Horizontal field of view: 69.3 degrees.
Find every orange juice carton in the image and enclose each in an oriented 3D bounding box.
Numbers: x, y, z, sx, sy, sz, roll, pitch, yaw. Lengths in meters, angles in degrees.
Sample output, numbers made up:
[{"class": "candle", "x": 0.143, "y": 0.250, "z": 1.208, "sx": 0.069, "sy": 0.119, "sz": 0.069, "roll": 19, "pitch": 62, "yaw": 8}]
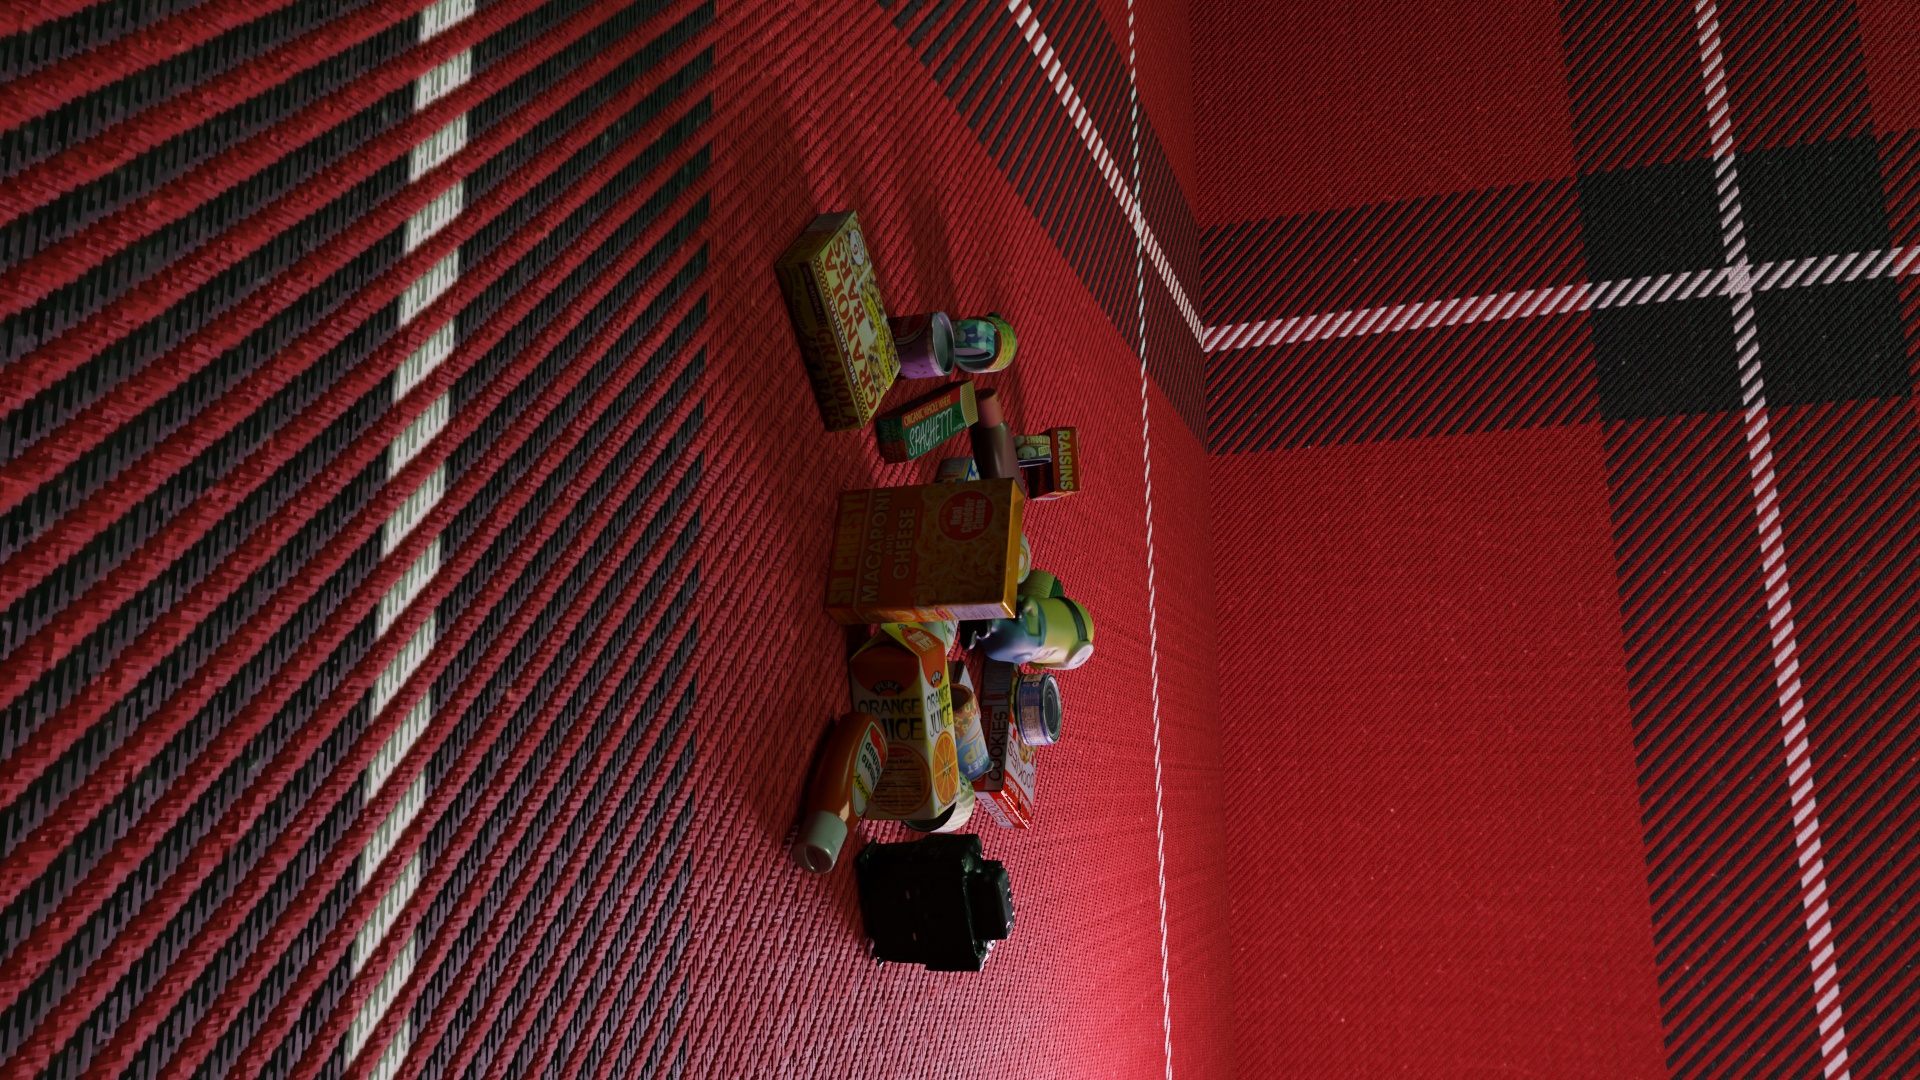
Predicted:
[{"class": "orange juice carton", "x": -0.053, "y": 0.157, "z": 1.290, "sx": 0.072, "sy": 0.073, "sz": 0.192, "roll": -15, "pitch": 100, "yaw": -71}]

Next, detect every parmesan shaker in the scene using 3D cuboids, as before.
[{"class": "parmesan shaker", "x": 0.092, "y": 0.092, "z": 1.733, "sx": 0.103, "sy": 0.071, "sz": 0.071, "roll": -67, "pitch": 148, "yaw": -53}]

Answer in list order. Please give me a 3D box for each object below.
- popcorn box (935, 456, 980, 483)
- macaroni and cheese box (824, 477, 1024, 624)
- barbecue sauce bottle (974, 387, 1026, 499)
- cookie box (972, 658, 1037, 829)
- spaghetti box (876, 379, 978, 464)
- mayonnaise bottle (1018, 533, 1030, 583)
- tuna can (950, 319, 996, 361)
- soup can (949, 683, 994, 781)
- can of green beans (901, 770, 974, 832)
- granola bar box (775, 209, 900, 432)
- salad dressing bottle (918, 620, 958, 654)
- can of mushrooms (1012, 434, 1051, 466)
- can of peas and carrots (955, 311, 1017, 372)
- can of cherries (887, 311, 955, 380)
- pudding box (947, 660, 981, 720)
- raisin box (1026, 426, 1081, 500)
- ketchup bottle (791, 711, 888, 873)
[{"class": "popcorn box", "x": 0.006, "y": -0.020, "z": 1.556, "sx": 0.085, "sy": 0.038, "sz": 0.126, "roll": -75, "pitch": 153, "yaw": -47}, {"class": "macaroni and cheese box", "x": -0.031, "y": 0.011, "z": 1.243, "sx": 0.040, "sy": 0.166, "sz": 0.124, "roll": 56, "pitch": 35, "yaw": -57}, {"class": "barbecue sauce bottle", "x": 0.043, "y": -0.110, "z": 1.679, "sx": 0.065, "sy": 0.043, "sz": 0.148, "roll": -65, "pitch": 145, "yaw": -56}, {"class": "cookie box", "x": 0.057, "y": 0.241, "z": 1.646, "sx": 0.122, "sy": 0.040, "sz": 0.168, "roll": 59, "pitch": 32, "yaw": -53}, {"class": "spaghetti box", "x": -0.031, "y": -0.129, "z": 1.486, "sx": 0.251, "sy": 0.028, "sz": 0.050, "roll": -41, "pitch": 123, "yaw": -67}, {"class": "mayonnaise bottle", "x": 0.047, "y": 0.034, "z": 1.660, "sx": 0.148, "sy": 0.041, "sz": 0.064, "roll": -39, "pitch": 124, "yaw": -68}, {"class": "tuna can", "x": 0.008, "y": -0.224, "z": 1.559, "sx": 0.071, "sy": 0.071, "sz": 0.033, "roll": 17, "pitch": 71, "yaw": -70}, {"class": "soup can", "x": -0.008, "y": 0.197, "z": 1.416, "sx": 0.072, "sy": 0.071, "sz": 0.083, "roll": -60, "pitch": 141, "yaw": -59}, {"class": "can of green beans", "x": -0.025, "y": 0.252, "z": 1.360, "sx": 0.058, "sy": 0.071, "sz": 0.071, "roll": 33, "pitch": 55, "yaw": -68}, {"class": "granola bar box", "x": -0.107, "y": -0.200, "z": 1.263, "sx": 0.125, "sy": 0.039, "sz": 0.164, "roll": -67, "pitch": 147, "yaw": -53}, {"class": "salad dressing bottle", "x": -0.031, "y": 0.103, "z": 1.412, "sx": 0.064, "sy": 0.044, "sz": 0.148, "roll": 68, "pitch": 26, "yaw": -45}, {"class": "can of mushrooms", "x": 0.083, "y": -0.113, "z": 1.754, "sx": 0.071, "sy": 0.071, "sz": 0.033, "roll": 8, "pitch": 77, "yaw": -71}, {"class": "can of peas and carrots", "x": 0.027, "y": -0.231, "z": 1.620, "sx": 0.059, "sy": 0.071, "sz": 0.071, "roll": -23, "pitch": 108, "yaw": -70}, {"class": "can of cherries", "x": -0.044, "y": -0.201, "z": 1.421, "sx": 0.071, "sy": 0.058, "sz": 0.071, "roll": -4, "pitch": 91, "yaw": -71}, {"class": "pudding box", "x": -0.004, "y": 0.176, "z": 1.496, "sx": 0.050, "sy": 0.030, "sz": 0.083, "roll": -72, "pitch": 152, "yaw": -50}, {"class": "raisin box", "x": 0.122, "y": -0.099, "z": 1.824, "sx": 0.123, "sy": 0.040, "sz": 0.086, "roll": 163, "pitch": -75, "yaw": -77}, {"class": "ketchup bottle", "x": -0.103, "y": 0.215, "z": 1.178, "sx": 0.149, "sy": 0.043, "sz": 0.064, "roll": -67, "pitch": 148, "yaw": -53}]
